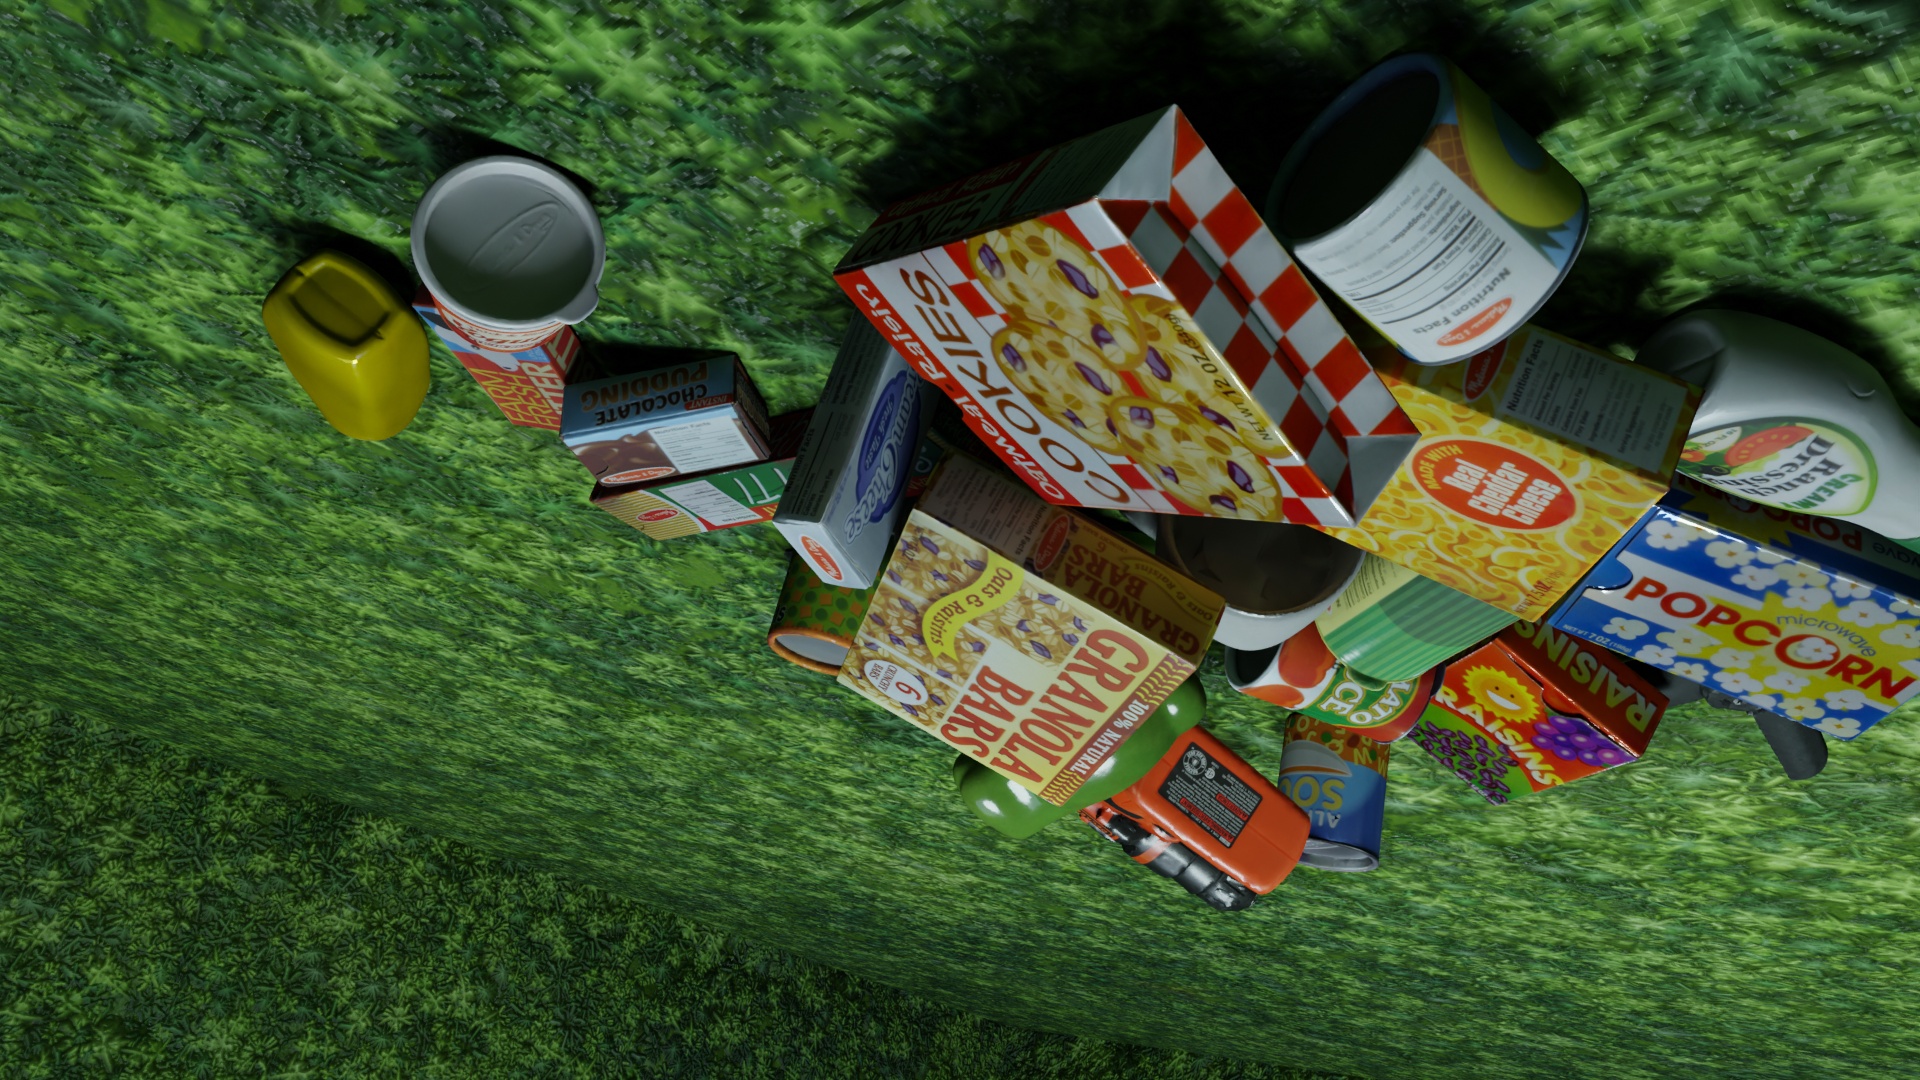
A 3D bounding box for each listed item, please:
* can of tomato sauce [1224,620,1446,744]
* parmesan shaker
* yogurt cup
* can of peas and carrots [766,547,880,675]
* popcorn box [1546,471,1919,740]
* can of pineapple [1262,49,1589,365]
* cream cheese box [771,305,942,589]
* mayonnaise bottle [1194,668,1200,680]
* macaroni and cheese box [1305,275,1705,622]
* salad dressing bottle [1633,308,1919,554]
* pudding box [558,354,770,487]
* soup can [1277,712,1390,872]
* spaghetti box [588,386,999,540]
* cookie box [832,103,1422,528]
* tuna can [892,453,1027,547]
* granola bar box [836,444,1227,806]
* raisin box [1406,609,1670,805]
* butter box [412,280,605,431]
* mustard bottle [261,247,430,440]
[{"bbox_3d":[0.184,0.057,0.688,0.083,0.071,0.071,20,156,-13],"label":"can of tomato sauce"},{"bbox_3d":[0.200,0.017,0.584,0.071,0.071,0.102,17,156,-6],"label":"parmesan shaker"},{"bbox_3d":[-0.173,-0.105,0.529,0.072,0.072,0.054,21,163,-16],"label":"yogurt cup"},{"bbox_3d":[-0.076,0.040,0.805,0.071,0.059,0.070,11,156,5],"label":"can of peas and carrots"},{"bbox_3d":[0.307,0.021,0.533,0.127,0.038,0.084,22,146,7],"label":"popcorn box"},{"bbox_3d":[0.127,-0.092,0.385,0.058,0.071,0.071,32,151,-23],"label":"can of pineapple"},{"bbox_3d":[-0.038,-0.039,0.551,0.024,0.104,0.053,8,155,23],"label":"cream cheese box"},{"bbox_3d":[0.116,0.104,0.863,0.065,0.041,0.147,15,157,17],"label":"mayonnaise bottle"},{"bbox_3d":[0.141,-0.041,0.477,0.166,0.040,0.123,25,161,13],"label":"macaroni and cheese box"},{"bbox_3d":[0.294,-0.029,0.464,0.148,0.044,0.064,21,156,-16],"label":"salad dressing bottle"},{"bbox_3d":[-0.134,-0.054,0.634,0.084,0.030,0.049,-10,153,8],"label":"pudding box"},{"bbox_3d":[0.228,0.155,0.863,0.071,0.084,0.071,11,156,5],"label":"soup can"},{"bbox_3d":[-0.088,-0.034,0.682,0.249,0.029,0.050,-8,148,41],"label":"spaghetti box"},{"bbox_3d":[0.042,-0.061,0.439,0.122,0.040,0.167,46,163,-23],"label":"cookie box"},{"bbox_3d":[0.002,-0.008,0.644,0.071,0.071,0.033,-9,148,42],"label":"tuna can"},{"bbox_3d":[0.022,0.043,0.593,0.124,0.039,0.164,30,148,1],"label":"granola bar box"},{"bbox_3d":[0.274,0.082,0.693,0.086,0.040,0.123,40,156,5],"label":"raisin box"},{"bbox_3d":[-0.201,-0.085,0.637,0.053,0.024,0.103,9,156,13],"label":"butter box"},{"bbox_3d":[-0.284,-0.081,0.656,0.065,0.049,0.159,40,159,-5],"label":"mustard bottle"}]
